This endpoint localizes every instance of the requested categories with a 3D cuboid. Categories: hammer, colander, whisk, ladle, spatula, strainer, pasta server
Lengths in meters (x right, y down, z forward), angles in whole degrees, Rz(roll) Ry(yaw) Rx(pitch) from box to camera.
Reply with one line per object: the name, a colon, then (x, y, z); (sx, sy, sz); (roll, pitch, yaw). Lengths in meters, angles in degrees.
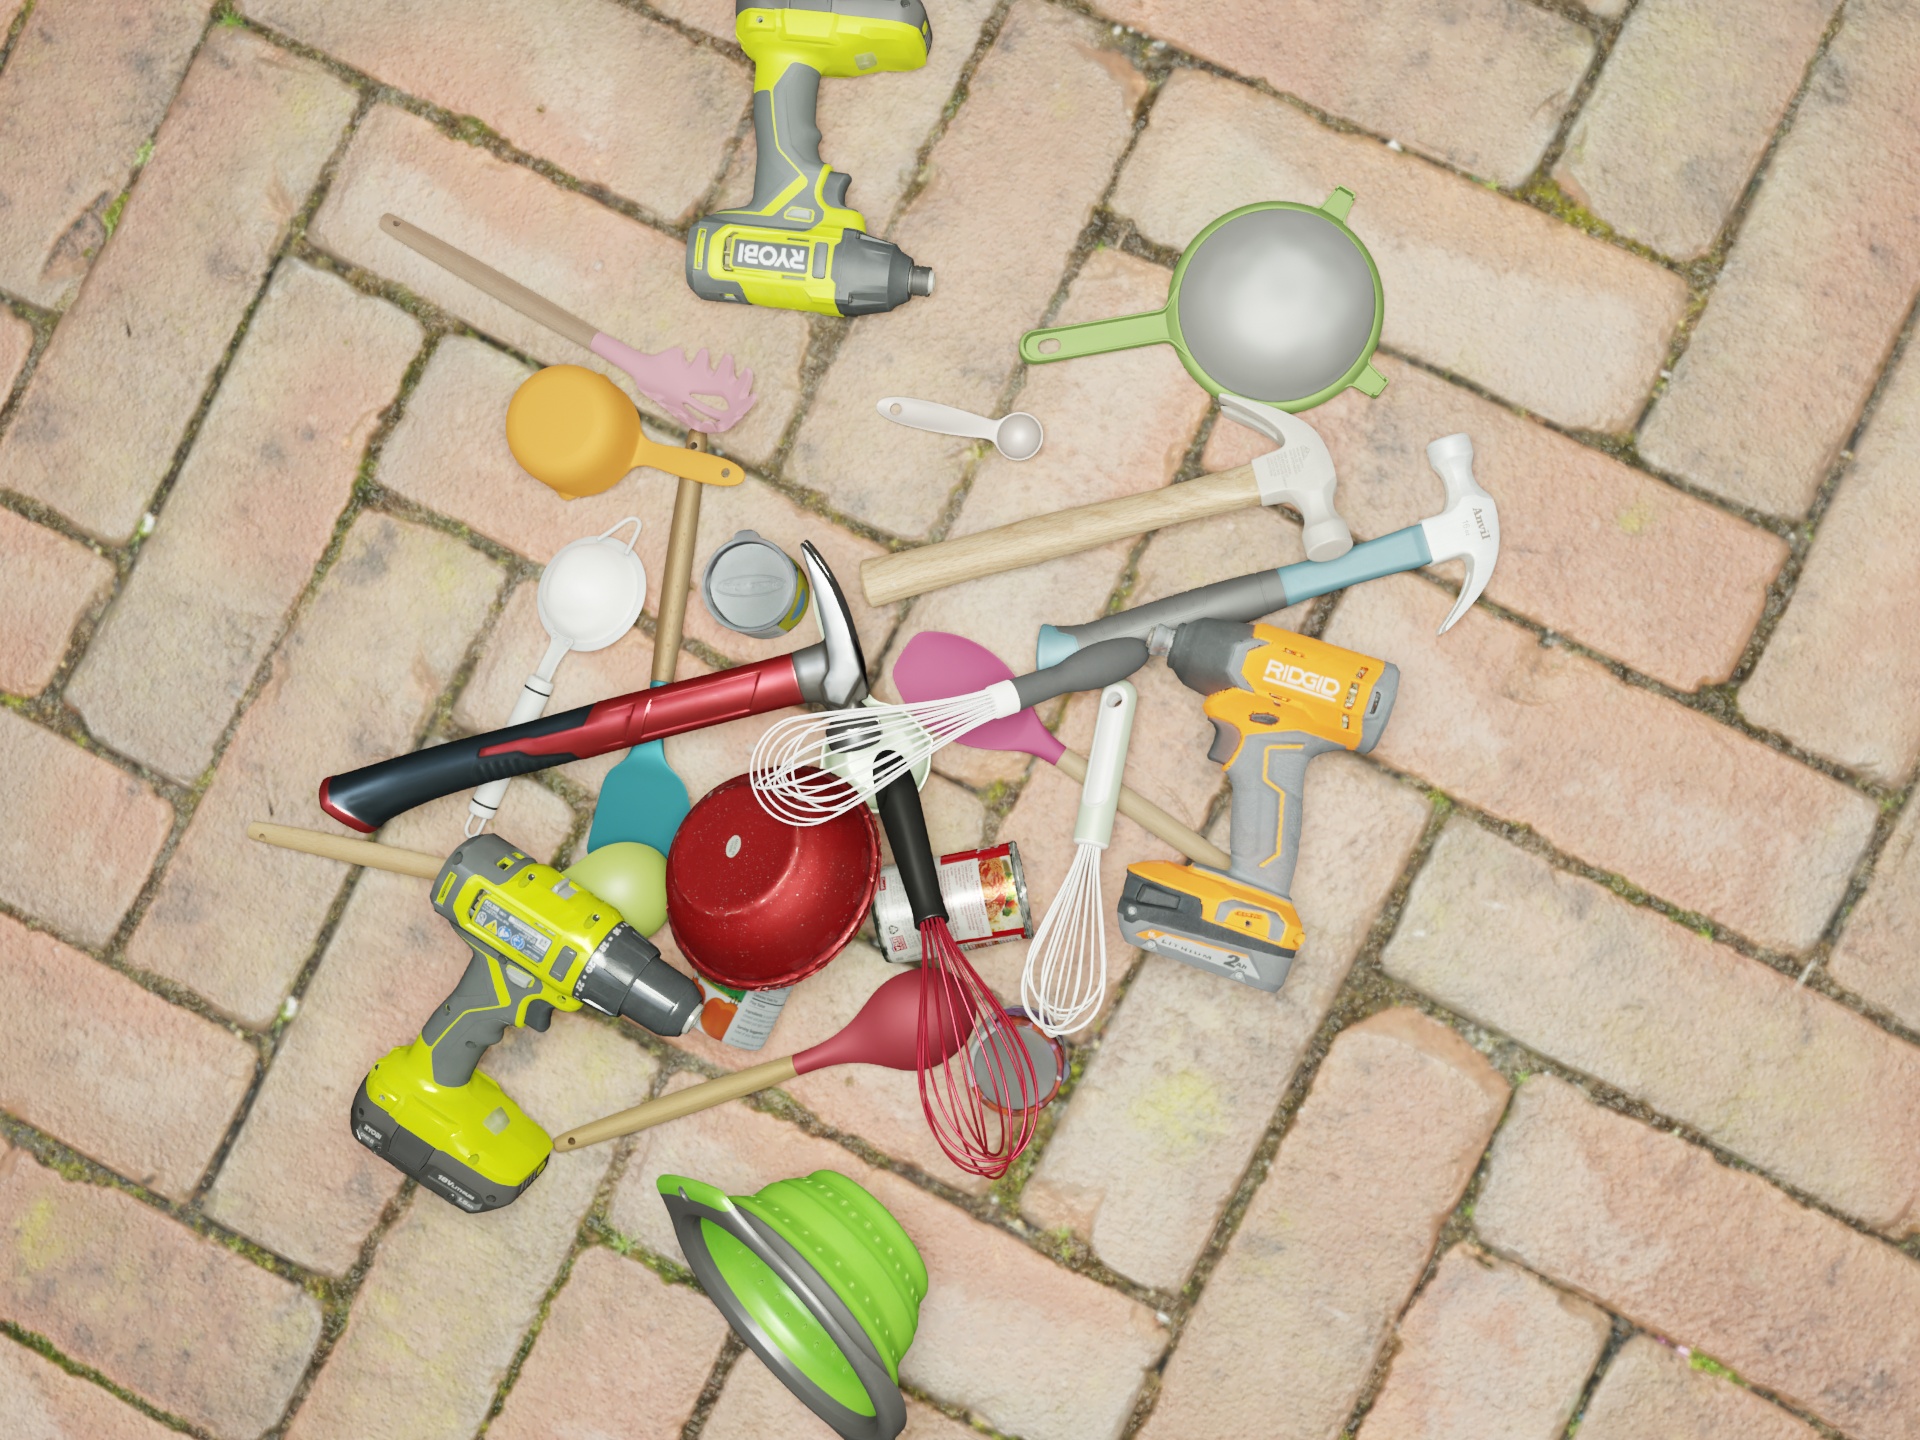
hammer: (-0.255, -0.008, 1.077); (0.386, 0.038, 0.143); (-14, 100, 6)
colander: (-0.048, 0.435, 1.065); (0.094, 0.204, 0.397); (-38, 104, -32)
whisk: (-0.013, 0.146, 1.011); (0.073, 0.073, 0.296); (-19, 61, 3)
whisk: (0.085, 0.090, 1.068); (0.058, 0.059, 0.246); (6, 78, 28)
ladle: (-0.140, 0.248, 1.114); (0.315, 0.031, 0.069); (-20, 87, 5)
ladle: (-0.356, 0.102, 1.131); (0.320, 0.062, 0.078); (10, 116, 12)
spatula: (-0.208, -0.051, 1.132); (0.082, 0.044, 0.317); (7, 84, 5)
strainer: (-0.296, -0.032, 1.129); (0.087, 0.050, 0.258); (27, 93, 20)
whisk: (-0.002, -0.004, 1.036); (0.284, 0.070, 0.070); (-20, 86, -16)
hammer: (0.090, -0.136, 1.095); (0.331, 0.031, 0.130); (-13, 68, 8)
hammer: (0.208, -0.089, 1.096); (0.331, 0.033, 0.128); (-17, 86, 4)
strainer: (0.166, -0.281, 1.087); (0.256, 0.069, 0.151); (-9, 87, 2)
pasta server: (-0.284, -0.289, 1.138); (0.316, 0.040, 0.060); (30, 68, 6)

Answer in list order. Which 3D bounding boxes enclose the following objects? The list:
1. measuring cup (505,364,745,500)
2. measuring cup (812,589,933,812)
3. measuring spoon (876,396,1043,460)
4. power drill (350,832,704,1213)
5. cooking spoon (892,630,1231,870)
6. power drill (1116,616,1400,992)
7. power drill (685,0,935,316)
measuring cup: (-0.237, -0.195, 1.112); (0.174, 0.052, 0.095); (16, 88, 14)
measuring cup: (-0.071, -0.017, 1.113); (0.083, 0.038, 0.167); (-18, 85, 3)
measuring spoon: (0.000, -0.210, 1.128); (0.124, 0.018, 0.034); (15, 89, 11)
power drill: (-0.294, 0.213, 1.070); (0.190, 0.080, 0.228); (32, 106, 4)
cooking spoon: (0.091, 0.040, 1.107); (0.319, 0.017, 0.069); (34, 95, 5)
power drill: (0.176, 0.046, 1.048); (0.164, 0.084, 0.226); (19, 91, 7)
power drill: (-0.092, -0.398, 1.111); (0.171, 0.080, 0.223); (7, 92, 5)
